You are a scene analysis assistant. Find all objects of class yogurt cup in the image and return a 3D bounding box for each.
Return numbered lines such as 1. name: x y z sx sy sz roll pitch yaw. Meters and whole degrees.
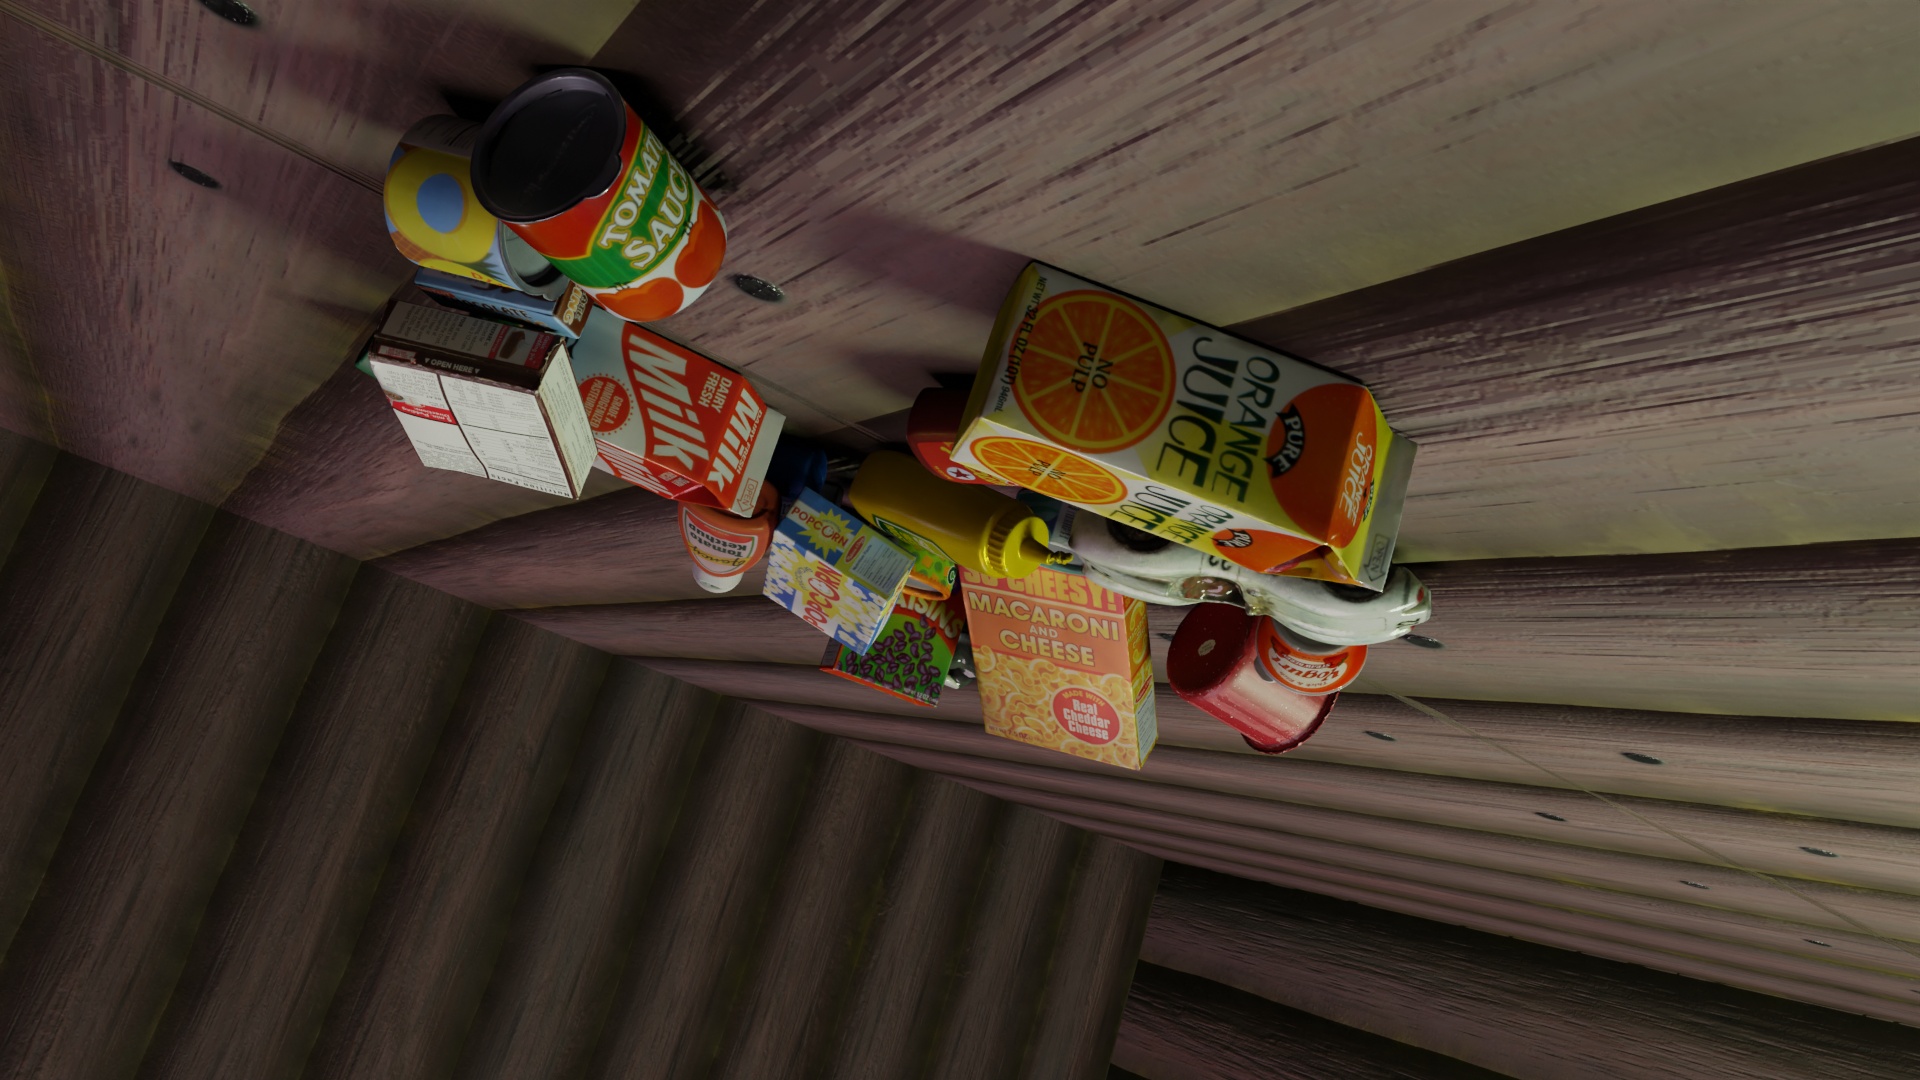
1. yogurt cup: 0.214 0.054 0.840 0.072 0.072 0.053 14 157 16

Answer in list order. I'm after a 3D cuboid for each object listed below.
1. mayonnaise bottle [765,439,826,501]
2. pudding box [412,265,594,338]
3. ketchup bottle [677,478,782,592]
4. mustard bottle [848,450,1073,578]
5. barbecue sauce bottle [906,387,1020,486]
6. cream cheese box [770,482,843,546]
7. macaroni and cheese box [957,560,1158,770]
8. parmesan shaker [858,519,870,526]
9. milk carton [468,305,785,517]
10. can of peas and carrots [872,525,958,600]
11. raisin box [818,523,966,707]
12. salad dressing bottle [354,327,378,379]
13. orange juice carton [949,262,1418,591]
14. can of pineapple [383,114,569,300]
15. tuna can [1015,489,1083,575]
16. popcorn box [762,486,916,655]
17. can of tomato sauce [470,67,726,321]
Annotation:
1. mayonnaise bottle: -0.163 -0.058 0.926 0.148 0.041 0.064 12 161 16
2. pudding box: -0.220 -0.134 0.682 0.084 0.050 0.030 14 167 15
3. ketchup bottle: -0.157 -0.004 0.928 0.065 0.044 0.148 22 157 -5
4. mustard bottle: 0.003 -0.010 0.826 0.160 0.049 0.065 23 171 42
5. barbecue sauce bottle: 0.048 -0.048 0.691 0.148 0.044 0.064 7 162 35
6. cream cheese box: -0.140 -0.025 0.995 0.104 0.053 0.024 16 167 8
7. macaroni and cheese box: 0.068 0.073 0.961 0.124 0.040 0.165 10 128 27
8. parmesan shaker: -0.086 0.014 1.060 0.103 0.071 0.071 22 165 -18
9. milk carton: -0.197 -0.081 0.811 0.190 0.072 0.073 24 164 -23
10. can of peas and carrots: -0.028 0.004 0.958 0.071 0.059 0.070 17 166 4
11. raisin box: -0.041 0.050 1.014 0.086 0.123 0.040 23 166 -19
12. salad dressing bottle: -0.348 -0.096 0.975 0.044 0.064 0.147 -23 132 41
13. orange juice carton: 0.100 -0.042 0.590 0.193 0.072 0.073 20 166 -5
14. can of pineapple: -0.199 -0.141 0.589 0.058 0.071 0.071 15 166 14
15. tuna can: 0.060 -0.004 0.867 0.071 0.033 0.071 17 166 5
16. popcorn box: -0.083 0.024 0.917 0.085 0.038 0.126 33 156 2
17. can of tomato sauce: -0.138 -0.133 0.549 0.071 0.071 0.083 12 165 23
